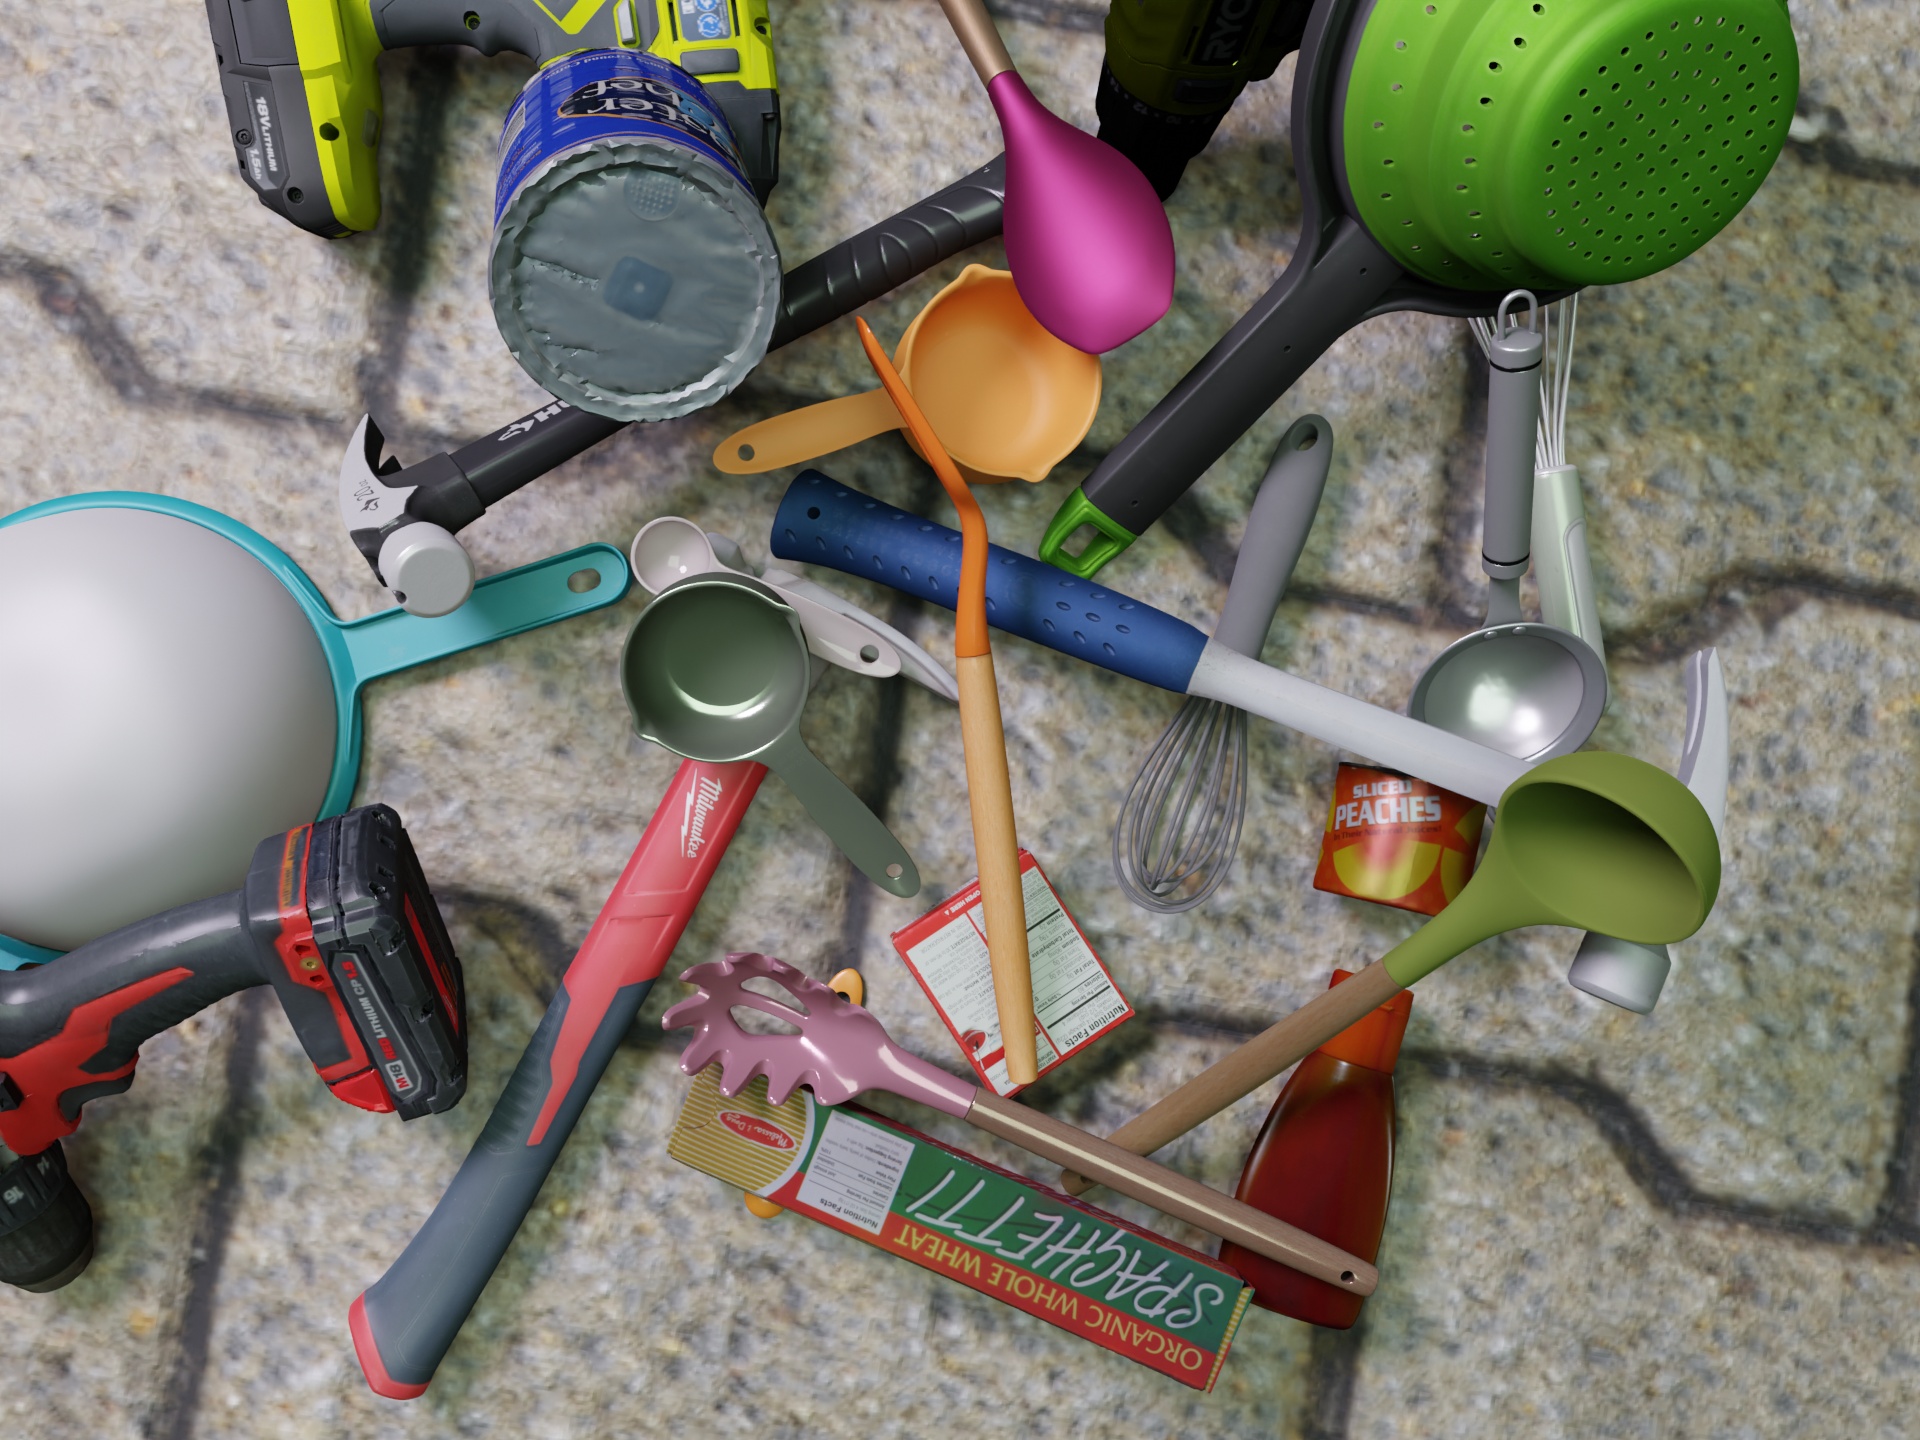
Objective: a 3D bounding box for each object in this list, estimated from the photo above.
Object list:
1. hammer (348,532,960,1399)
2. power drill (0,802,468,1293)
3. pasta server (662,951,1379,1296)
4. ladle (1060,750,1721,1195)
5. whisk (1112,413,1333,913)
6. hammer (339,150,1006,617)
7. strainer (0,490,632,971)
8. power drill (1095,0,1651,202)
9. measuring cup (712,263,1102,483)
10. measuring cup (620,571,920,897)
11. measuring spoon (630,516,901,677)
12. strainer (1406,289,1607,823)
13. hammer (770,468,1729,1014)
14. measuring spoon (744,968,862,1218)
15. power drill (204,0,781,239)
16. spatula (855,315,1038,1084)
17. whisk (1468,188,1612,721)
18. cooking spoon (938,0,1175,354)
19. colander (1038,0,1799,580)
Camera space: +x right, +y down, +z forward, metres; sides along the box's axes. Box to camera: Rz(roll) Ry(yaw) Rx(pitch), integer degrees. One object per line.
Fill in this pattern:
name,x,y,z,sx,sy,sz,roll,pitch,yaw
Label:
hammer,-0.139,0.119,0.691,0.143,0.038,0.386,28,86,-3
power drill,-0.319,0.139,0.639,0.226,0.080,0.187,-14,125,-9
pasta server,0.028,0.173,0.661,0.316,0.040,0.060,24,99,0
ladle,0.148,0.118,0.622,0.078,0.062,0.320,48,119,0
whisk,0.124,-0.028,0.709,0.055,0.055,0.239,20,82,-2
hammer,-0.108,-0.160,0.681,0.335,0.146,0.035,-32,128,-14
strainer,-0.306,-0.017,0.659,0.340,0.095,0.211,-18,89,-3
power drill,0.170,-0.293,0.669,0.228,0.190,0.080,-7,66,-15
measuring cup,-0.026,-0.134,0.690,0.173,0.052,0.095,-19,96,-12
measuring cup,-0.072,0.009,0.667,0.083,0.038,0.167,-38,108,7
measuring spoon,-0.081,-0.050,0.677,0.124,0.018,0.034,26,100,-11
strainer,0.229,-0.063,0.667,0.087,0.050,0.258,-8,130,7
hammer,0.112,-0.024,0.663,0.405,0.035,0.144,22,88,12
measuring spoon,-0.069,0.166,0.706,0.021,0.011,0.117,21,87,-2
power drill,-0.191,-0.280,0.682,0.223,0.080,0.171,-8,102,-6
spatula,-0.001,-0.002,0.648,0.041,0.081,0.322,-8,101,-2
whisk,0.267,-0.120,0.721,0.057,0.059,0.246,-11,93,-37
cooking spoon,0.008,-0.294,0.686,0.069,0.017,0.319,-29,72,18
colander,0.182,-0.177,0.621,0.204,0.095,0.397,29,117,-35
